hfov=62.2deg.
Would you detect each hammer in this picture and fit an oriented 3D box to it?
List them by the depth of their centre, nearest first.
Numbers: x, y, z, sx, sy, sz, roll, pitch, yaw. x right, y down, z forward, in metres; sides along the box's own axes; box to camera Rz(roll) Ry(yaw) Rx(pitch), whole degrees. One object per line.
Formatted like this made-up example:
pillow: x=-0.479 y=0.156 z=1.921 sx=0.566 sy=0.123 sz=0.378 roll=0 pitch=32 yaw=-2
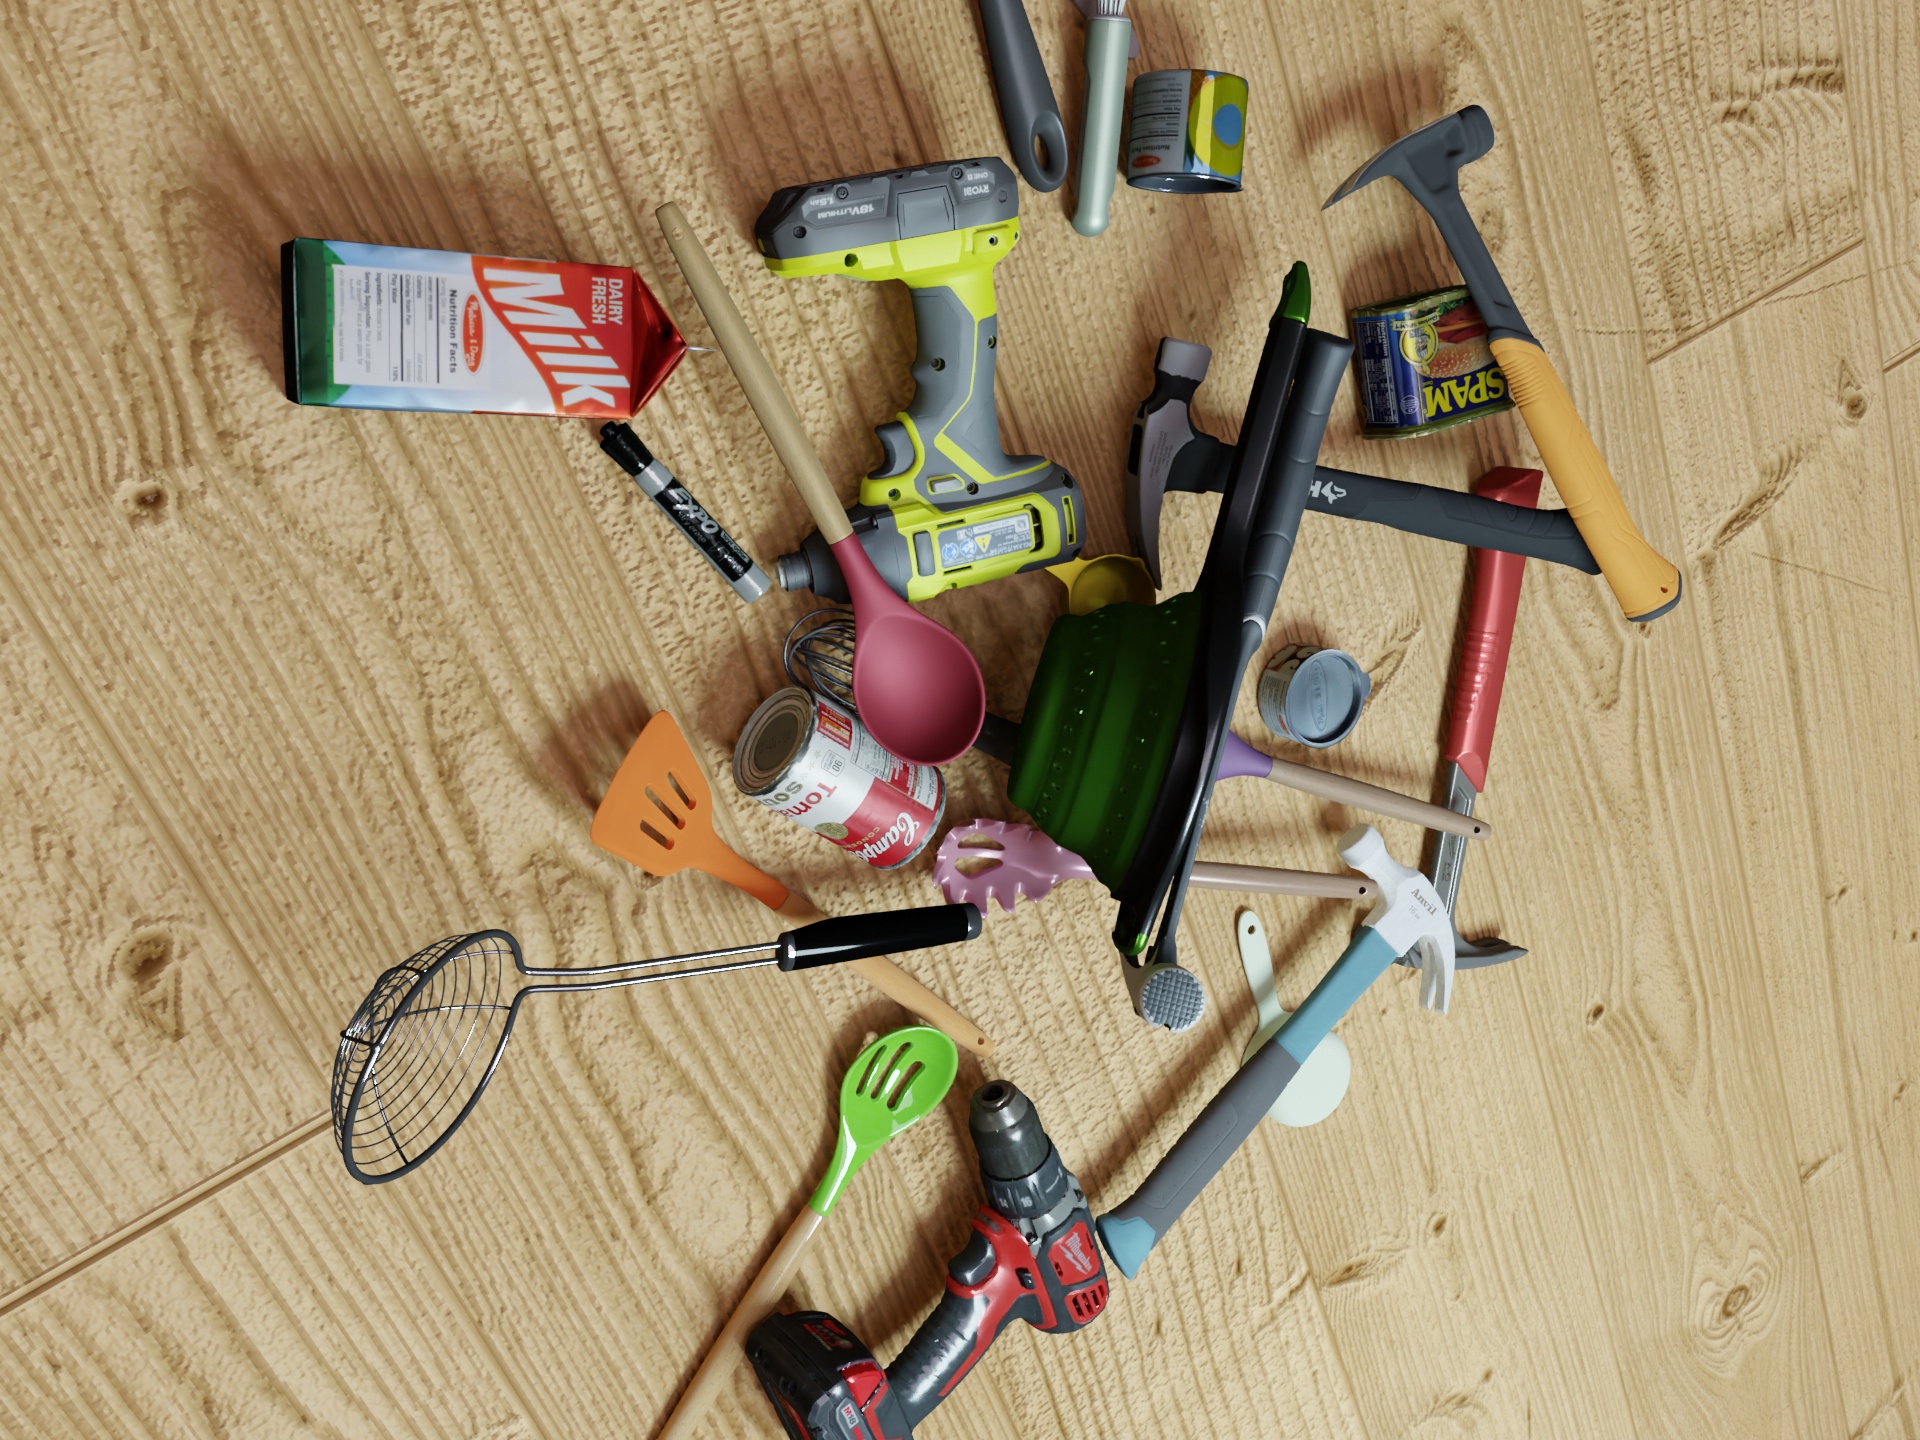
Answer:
hammer: x=0.159 y=-0.030 z=0.912 sx=0.036 sy=0.149 sz=0.409 roll=16 pitch=87 yaw=-1
hammer: x=0.349 y=-0.208 z=0.983 sx=0.127 sy=0.034 sz=0.337 roll=-32 pitch=95 yaw=-23
hammer: x=0.260 y=-0.132 z=0.994 sx=0.334 sy=0.035 sz=0.146 roll=9 pitch=105 yaw=-16
hammer: x=0.206 y=0.230 z=1.058 sx=0.128 sy=0.033 sz=0.331 roll=45 pitch=79 yaw=-9
hammer: x=0.370 y=0.002 z=1.126 sx=0.149 sy=0.037 sz=0.359 roll=2 pitch=100 yaw=-28

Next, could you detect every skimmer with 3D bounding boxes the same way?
skimmer: x=-0.135 y=0.146 z=0.814 sx=0.363 sy=0.090 sz=0.127 roll=-5 pitch=125 yaw=-30

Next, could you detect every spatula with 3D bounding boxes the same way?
spatula: x=-0.082 y=0.115 z=0.911 sx=0.322 sy=0.041 sz=0.081 roll=41 pitch=62 yaw=-30
spatula: x=0.222 y=0.039 z=1.048 sx=0.315 sy=0.018 sz=0.060 roll=15 pitch=95 yaw=-21

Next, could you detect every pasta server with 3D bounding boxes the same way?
pasta server: x=0.128 y=0.097 z=0.995 sx=0.316 sy=0.040 sz=0.060 roll=6 pitch=102 yaw=-19

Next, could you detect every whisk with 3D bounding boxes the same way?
whisk: x=0.007 y=-0.422 z=0.832 sx=0.073 sy=0.073 sz=0.295 roll=-31 pitch=120 yaw=-19
whisk: x=0.082 y=-0.393 z=0.873 sx=0.059 sy=0.058 sz=0.246 roll=5 pitch=110 yaw=1
whisk: x=-0.001 y=-0.004 z=0.927 sx=0.238 sy=0.055 sz=0.055 roll=25 pitch=89 yaw=-34

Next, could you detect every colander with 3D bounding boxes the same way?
colander: x=0.104 y=-0.074 z=0.886 sx=0.094 sy=0.204 sz=0.397 roll=16 pitch=87 yaw=0

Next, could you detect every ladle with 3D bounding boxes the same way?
ladle: x=-0.075 y=-0.116 z=0.816 sx=0.069 sy=0.031 sz=0.315 roll=-28 pitch=108 yaw=-1

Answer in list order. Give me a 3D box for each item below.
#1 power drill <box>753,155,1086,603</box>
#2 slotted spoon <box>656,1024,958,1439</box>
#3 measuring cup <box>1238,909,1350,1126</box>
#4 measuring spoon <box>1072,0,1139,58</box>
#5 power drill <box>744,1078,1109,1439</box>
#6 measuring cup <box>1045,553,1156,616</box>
power drill: x=-0.030 y=-0.176 z=0.851 sx=0.171 sy=0.080 sz=0.223 roll=-14 pitch=111 yaw=-13
slotted spoon: x=-0.101 y=0.315 z=0.954 sx=0.070 sy=0.031 sz=0.314 roll=34 pitch=86 yaw=-32
measuring cup: x=0.224 y=0.206 z=1.092 sx=0.083 sy=0.038 sz=0.167 roll=-27 pitch=113 yaw=-20
measuring spoon: x=0.064 y=-0.418 z=0.882 sx=0.124 sy=0.018 sz=0.034 roll=42 pitch=80 yaw=-29
power drill: x=-0.014 y=0.343 z=0.966 sx=0.227 sy=0.080 sz=0.187 roll=-33 pitch=120 yaw=-26
measuring cup: x=0.048 y=-0.100 z=0.947 sx=0.156 sy=0.029 sz=0.062 roll=34 pitch=88 yaw=-17
